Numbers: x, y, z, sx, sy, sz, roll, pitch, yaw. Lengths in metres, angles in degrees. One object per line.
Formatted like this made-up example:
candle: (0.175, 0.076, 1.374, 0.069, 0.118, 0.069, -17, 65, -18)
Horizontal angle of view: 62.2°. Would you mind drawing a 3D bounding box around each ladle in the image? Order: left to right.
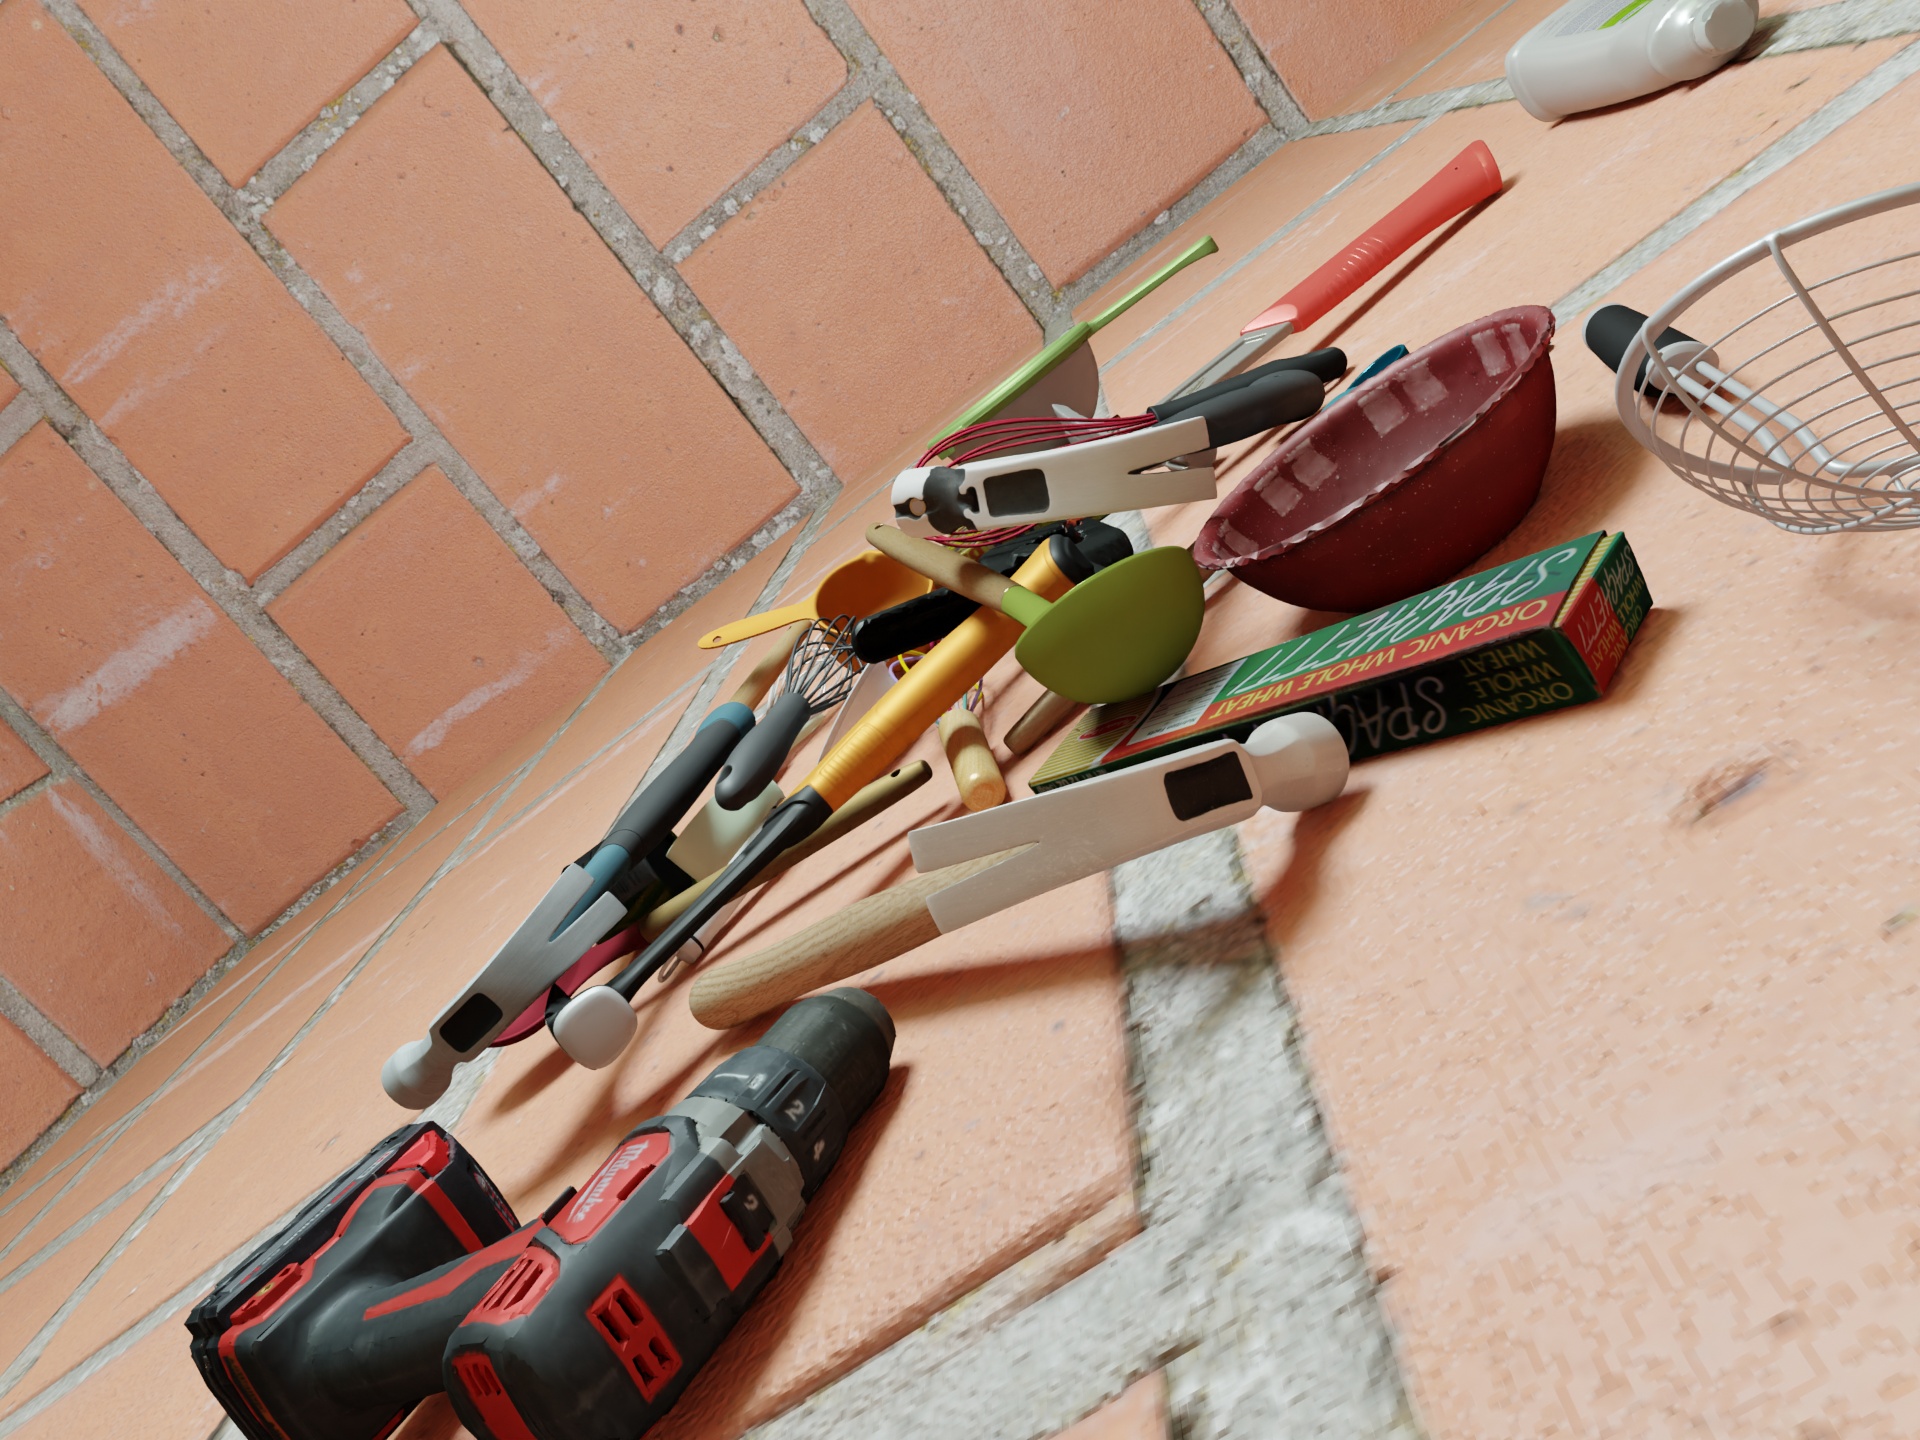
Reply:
ladle: (-0.145, 0.097, 0.834, 0.315, 0.031, 0.069, -30, 32, 19)
ladle: (0.011, -0.070, 0.719, 0.078, 0.062, 0.320, -26, 24, -14)

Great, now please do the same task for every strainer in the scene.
strainer: (-0.091, 0.049, 0.906, 0.258, 0.050, 0.086, -53, -9, -28)
strainer: (0.095, -0.255, 1.176, 0.256, 0.069, 0.151, -35, 10, 9)

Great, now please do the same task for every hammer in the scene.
hammer: (-0.182, 0.071, 0.846, 0.128, 0.033, 0.331, -42, 8, 26)
hammer: (-0.061, 0.031, 0.752, 0.337, 0.034, 0.127, -44, 7, -15)
hammer: (-0.019, 0.071, 0.582, 0.130, 0.031, 0.331, -12, -12, -38)
hammer: (0.116, -0.146, 0.812, 0.146, 0.035, 0.335, -3, 15, 34)
hammer: (0.233, -0.289, 1.094, 0.359, 0.036, 0.149, -39, 34, -14)

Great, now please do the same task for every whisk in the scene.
whisk: (-0.134, 0.013, 1.125, 0.058, 0.059, 0.246, 12, 36, 10)
whisk: (-0.099, -0.007, 0.965, 0.055, 0.055, 0.239, -33, 14, 25)
whisk: (0.001, -0.002, 0.834, 0.051, 0.047, 0.245, -36, 18, 5)
whisk: (0.099, -0.172, 0.960, 0.296, 0.073, 0.073, -21, 11, -7)

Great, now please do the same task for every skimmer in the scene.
skimmer: (0.243, -0.130, 0.493, 0.127, 0.090, 0.363, -2, 20, 10)

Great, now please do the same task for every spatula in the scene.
spatula: (0.144, -0.089, 0.772, 0.317, 0.044, 0.082, -44, 14, -1)

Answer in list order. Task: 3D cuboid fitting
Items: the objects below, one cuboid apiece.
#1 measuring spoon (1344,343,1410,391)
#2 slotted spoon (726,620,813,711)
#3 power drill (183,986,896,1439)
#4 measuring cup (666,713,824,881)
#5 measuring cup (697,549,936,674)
measuring spoon: (0.196, -0.150, 0.858, 0.128, 0.021, 0.042, -43, 10, 23)
slotted spoon: (-0.197, 0.048, 1.110, 0.314, 0.031, 0.070, -55, 18, -18)
power drill: (-0.135, 0.171, 0.541, 0.226, 0.080, 0.188, -23, 13, 38)
measuring cup: (-0.116, 0.044, 0.981, 0.083, 0.038, 0.168, -50, -3, 38)
measuring cup: (-0.096, -0.062, 1.127, 0.173, 0.052, 0.095, -15, 44, 6)
